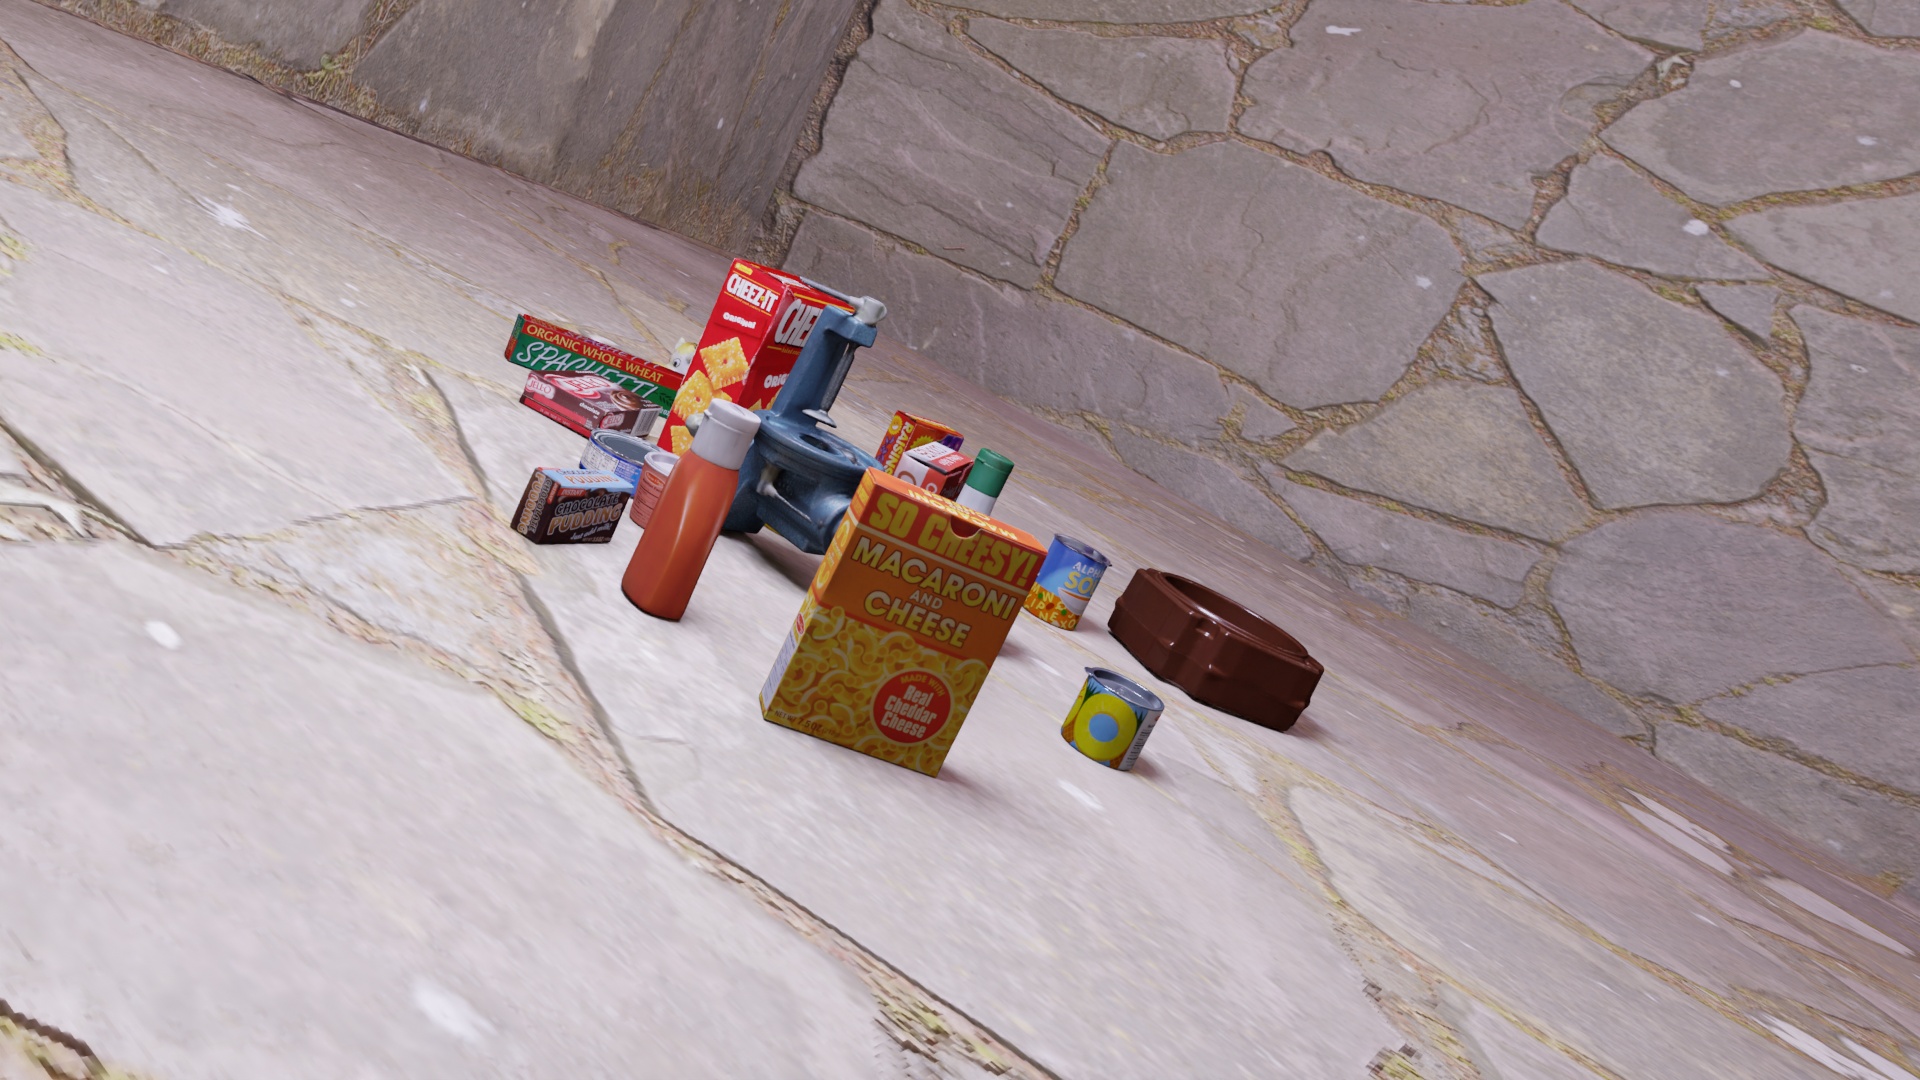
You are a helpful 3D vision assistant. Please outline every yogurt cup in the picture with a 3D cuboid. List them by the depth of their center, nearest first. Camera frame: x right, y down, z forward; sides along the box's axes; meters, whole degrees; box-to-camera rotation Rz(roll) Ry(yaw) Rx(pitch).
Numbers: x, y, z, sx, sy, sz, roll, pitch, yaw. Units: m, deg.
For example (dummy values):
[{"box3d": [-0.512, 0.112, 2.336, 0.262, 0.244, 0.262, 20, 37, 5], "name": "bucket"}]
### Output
[{"box3d": [-0.234, -0.034, 1.133, 0.072, 0.054, 0.072, 25, 11, -5], "name": "yogurt cup"}]

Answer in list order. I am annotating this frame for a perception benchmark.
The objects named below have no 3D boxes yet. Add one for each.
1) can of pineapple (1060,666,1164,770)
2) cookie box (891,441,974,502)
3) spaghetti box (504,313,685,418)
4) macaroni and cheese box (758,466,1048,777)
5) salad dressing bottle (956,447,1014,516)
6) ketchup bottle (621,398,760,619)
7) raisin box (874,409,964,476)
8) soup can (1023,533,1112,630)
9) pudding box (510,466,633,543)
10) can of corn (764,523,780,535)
[{"box3d": [0.119, 0.141, 1.108, 0.071, 0.057, 0.071, 25, 11, -5], "name": "can of pineapple"}, {"box3d": [-0.049, 0.010, 1.050, 0.040, 0.167, 0.123, 27, 11, 5], "name": "cookie box"}, {"box3d": [-0.365, -0.177, 1.508, 0.250, 0.050, 0.029, 20, 12, -30], "name": "spaghetti box"}, {"box3d": [-0.036, 0.054, 0.878, 0.124, 0.166, 0.040, 22, 11, -20], "name": "macaroni and cheese box"}, {"box3d": [0.005, -0.017, 1.346, 0.044, 0.147, 0.064, 17, 14, -42], "name": "salad dressing bottle"}, {"box3d": [-0.183, -0.024, 0.951, 0.043, 0.148, 0.065, 19, 13, -33], "name": "ketchup bottle"}, {"box3d": [-0.058, -0.076, 1.541, 0.040, 0.123, 0.086, 34, 13, 38], "name": "raisin box"}, {"box3d": [0.112, 0.045, 1.468, 0.071, 0.083, 0.071, 25, 11, -5], "name": "soup can"}, {"box3d": [-0.279, -0.025, 1.003, 0.030, 0.049, 0.084, 30, 12, 20], "name": "pudding box"}, {"box3d": [-0.153, -0.036, 1.313, 0.071, 0.058, 0.071, 25, 11, -5], "name": "can of corn"}]
